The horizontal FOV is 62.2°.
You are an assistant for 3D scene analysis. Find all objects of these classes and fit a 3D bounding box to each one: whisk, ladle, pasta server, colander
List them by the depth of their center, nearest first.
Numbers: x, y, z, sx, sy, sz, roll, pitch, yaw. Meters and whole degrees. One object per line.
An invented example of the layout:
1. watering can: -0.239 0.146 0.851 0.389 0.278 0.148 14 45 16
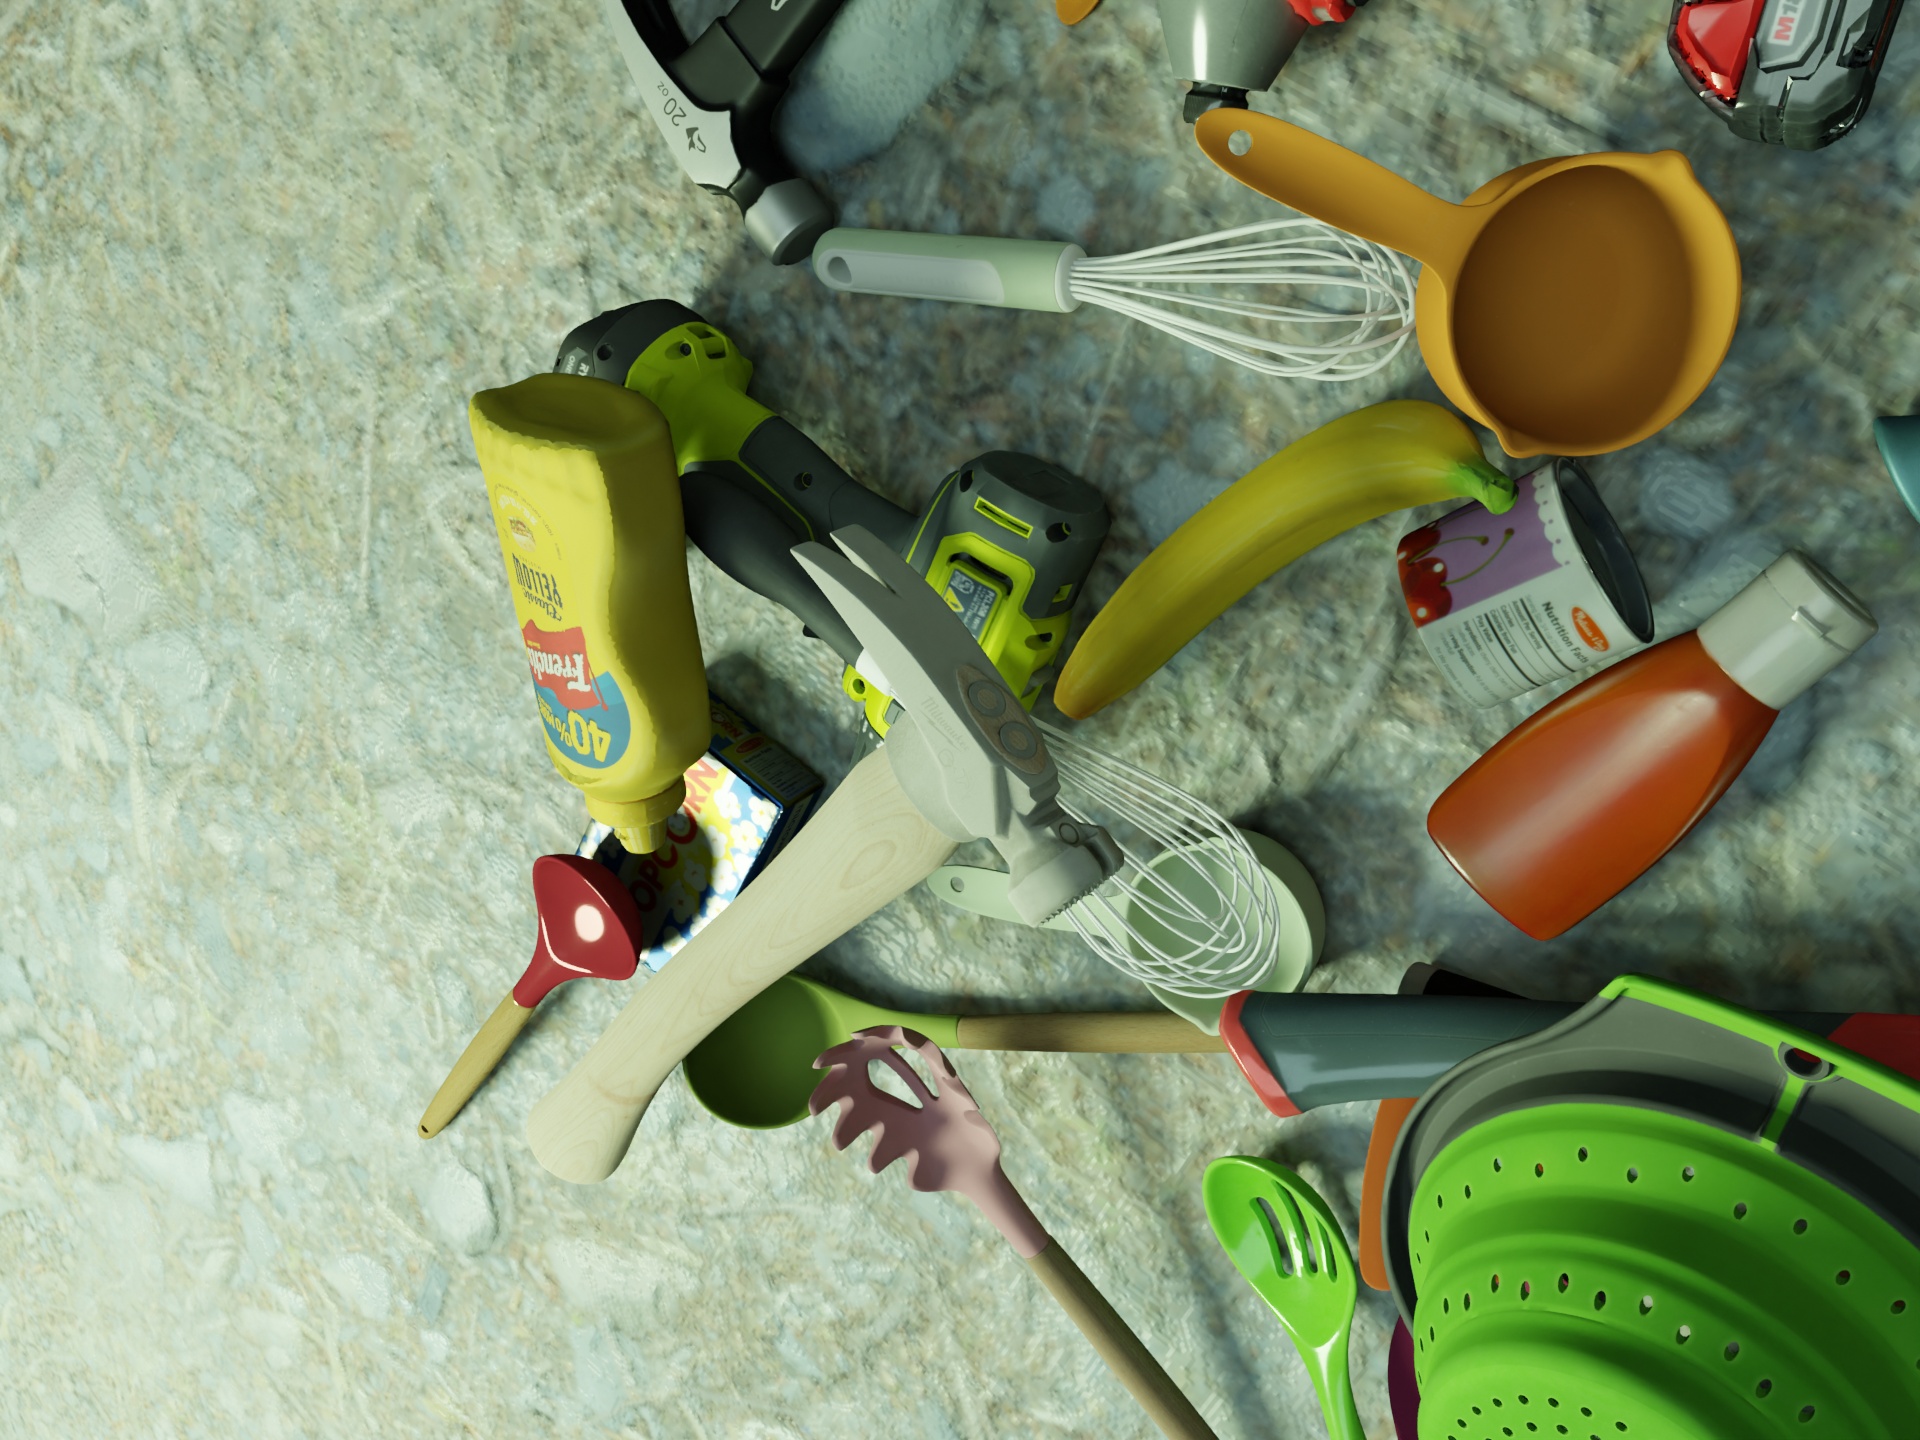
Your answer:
1. colander: 0.201 0.268 0.504 0.205 0.094 0.396 24 129 31
2. whisk: -0.002 -0.001 0.572 0.285 0.070 0.070 40 120 12
3. whisk: 0.047 -0.159 0.578 0.246 0.059 0.057 14 139 29
4. pasta server: 0.048 0.249 0.678 0.060 0.040 0.316 -36 98 15
5. ladle: 0.020 0.139 0.680 0.320 0.062 0.078 -6 105 28
6. ladle: -0.229 0.152 0.810 0.069 0.031 0.315 48 133 5

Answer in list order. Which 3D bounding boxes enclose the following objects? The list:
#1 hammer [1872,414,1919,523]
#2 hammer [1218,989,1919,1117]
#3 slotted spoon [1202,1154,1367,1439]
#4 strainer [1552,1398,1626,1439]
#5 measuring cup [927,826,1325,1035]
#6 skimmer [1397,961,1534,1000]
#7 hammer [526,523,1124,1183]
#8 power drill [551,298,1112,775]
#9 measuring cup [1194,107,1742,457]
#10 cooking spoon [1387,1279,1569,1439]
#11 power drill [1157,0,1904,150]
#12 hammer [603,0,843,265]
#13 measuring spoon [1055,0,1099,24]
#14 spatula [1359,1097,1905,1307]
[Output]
1. hammer: 0.420 -0.094 0.398 0.331 0.033 0.128 -10 101 31
2. hammer: 0.270 0.094 0.500 0.386 0.038 0.143 -2 70 30
3. slotted spoon: 0.166 0.323 0.648 0.070 0.031 0.314 -19 88 53
4. strainer: 0.269 0.331 0.604 0.152 0.069 0.256 27 132 29
5. measuring cup: 0.066 0.073 0.645 0.168 0.038 0.083 8 109 29
6. skimmer: 0.316 0.172 0.519 0.363 0.127 0.090 19 143 35
7. hammer: -0.100 0.092 0.642 0.146 0.038 0.410 54 134 9
8. power drill: -0.070 -0.052 0.657 0.228 0.080 0.190 31 117 14
9. measuring cup: 0.147 -0.145 0.486 0.173 0.052 0.095 23 107 -6
10. cooking spoon: 0.179 0.346 0.678 0.069 0.017 0.318 29 117 23
11. power drill: 0.162 -0.239 0.472 0.220 0.078 0.143 20 114 25
12. hammer: -0.006 -0.328 0.559 0.334 0.035 0.146 -39 86 32
13. measuring spoon: 0.064 -0.296 0.547 0.021 0.011 0.117 38 123 12
14. spatula: 0.304 0.195 0.548 0.323 0.041 0.081 8 93 25
